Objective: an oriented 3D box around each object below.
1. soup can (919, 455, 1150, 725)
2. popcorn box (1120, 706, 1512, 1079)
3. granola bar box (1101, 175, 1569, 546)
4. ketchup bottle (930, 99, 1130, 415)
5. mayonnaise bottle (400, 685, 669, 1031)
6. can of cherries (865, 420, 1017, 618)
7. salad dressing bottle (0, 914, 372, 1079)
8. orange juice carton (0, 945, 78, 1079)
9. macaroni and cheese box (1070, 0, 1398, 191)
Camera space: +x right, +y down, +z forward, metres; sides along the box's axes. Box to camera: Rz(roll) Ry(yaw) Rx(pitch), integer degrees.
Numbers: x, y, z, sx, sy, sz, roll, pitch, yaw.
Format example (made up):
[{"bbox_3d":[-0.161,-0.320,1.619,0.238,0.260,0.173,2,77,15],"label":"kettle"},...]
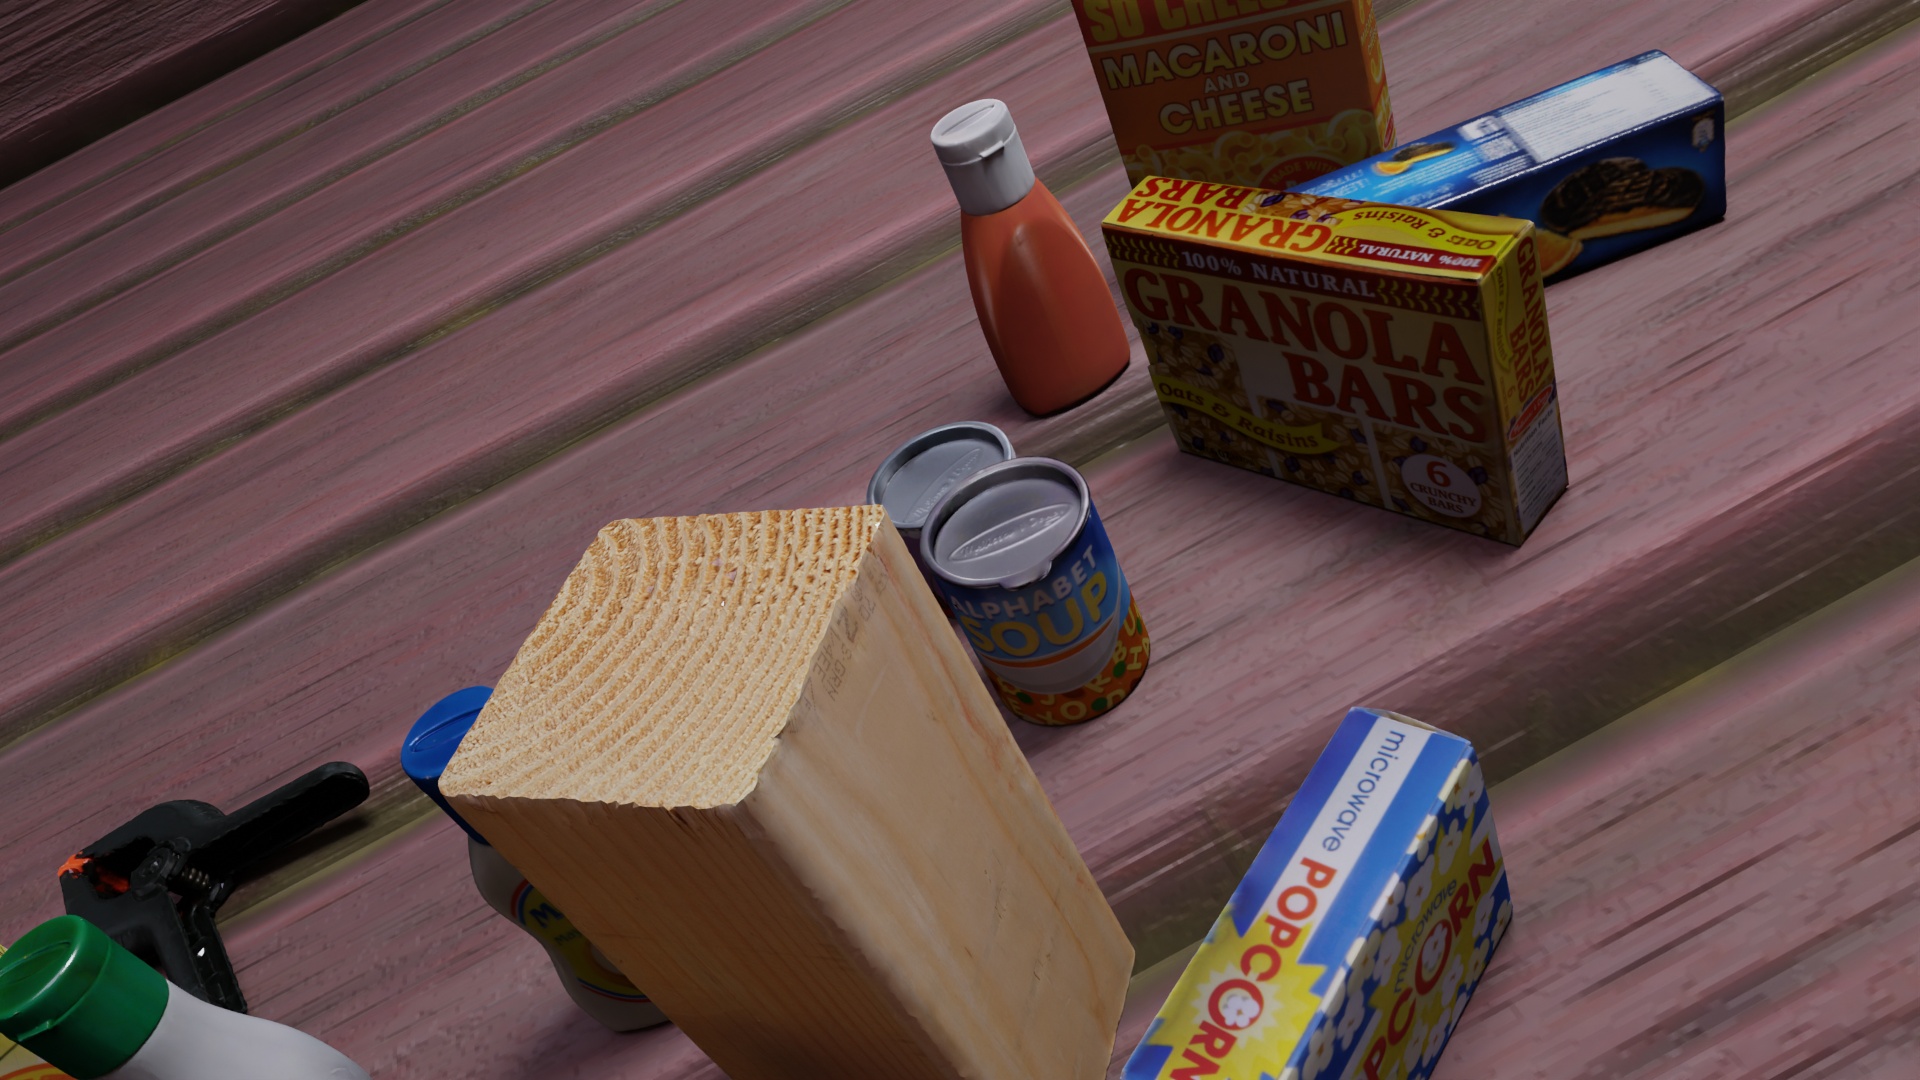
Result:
[{"bbox_3d":[0.031,0.022,0.529,0.071,0.083,0.072,-16,40,14],"label":"soup can"},{"bbox_3d":[0.102,0.120,0.376,0.038,0.085,0.127,16,55,41],"label":"popcorn box"},{"bbox_3d":[0.142,-0.073,0.540,0.166,0.123,0.039,22,59,44],"label":"granola bar box"},{"bbox_3d":[0.030,-0.132,0.650,0.065,0.148,0.044,-32,38,-6],"label":"ketchup bottle"},{"bbox_3d":[-0.130,0.109,0.471,0.065,0.147,0.041,-26,38,2],"label":"mayonnaise bottle"},{"bbox_3d":[0.002,-0.008,0.599,0.071,0.058,0.072,-16,40,14],"label":"can of cherries"},{"bbox_3d":[-0.254,0.179,0.463,0.064,0.147,0.044,-25,38,3],"label":"salad dressing bottle"},{"bbox_3d":[-0.392,0.178,0.507,0.072,0.192,0.073,20,58,43],"label":"orange juice carton"},{"bbox_3d":[0.136,-0.202,0.656,0.123,0.165,0.040,-3,45,28],"label":"macaroni and cheese box"}]
